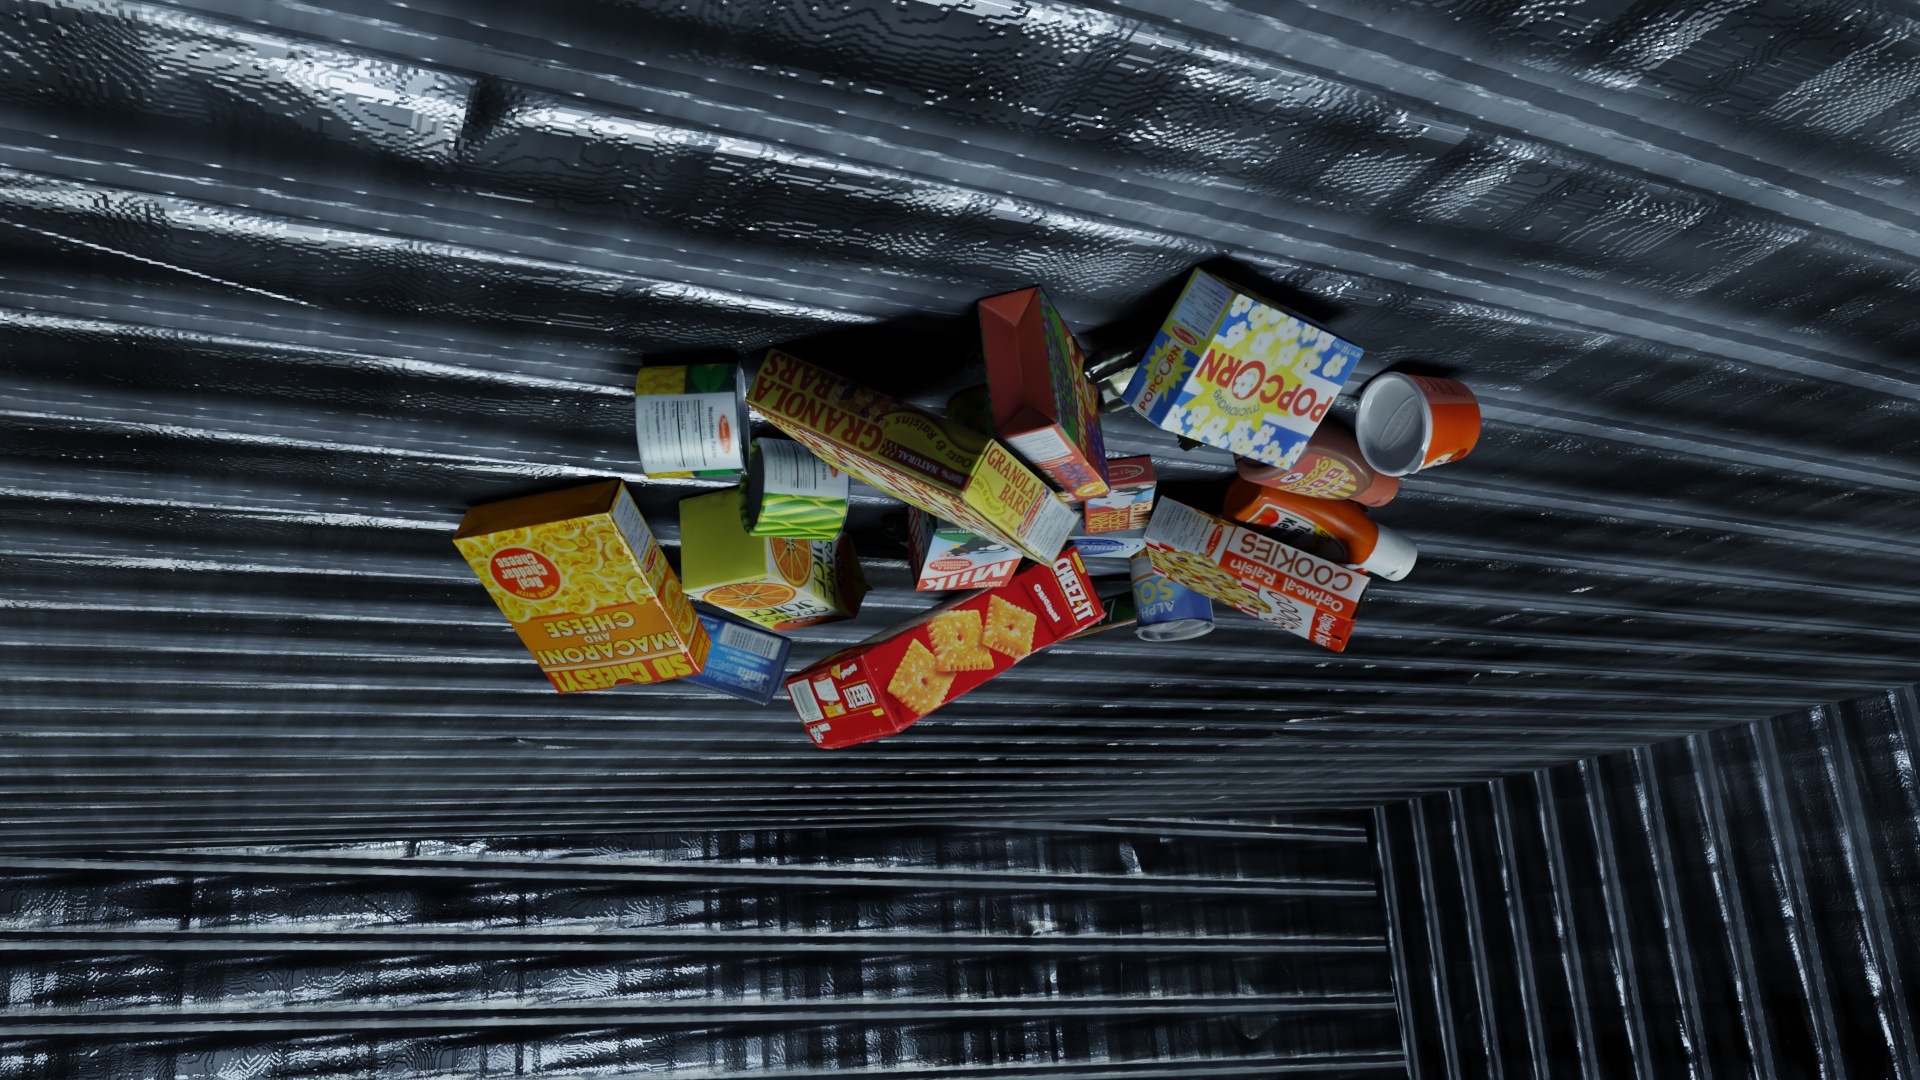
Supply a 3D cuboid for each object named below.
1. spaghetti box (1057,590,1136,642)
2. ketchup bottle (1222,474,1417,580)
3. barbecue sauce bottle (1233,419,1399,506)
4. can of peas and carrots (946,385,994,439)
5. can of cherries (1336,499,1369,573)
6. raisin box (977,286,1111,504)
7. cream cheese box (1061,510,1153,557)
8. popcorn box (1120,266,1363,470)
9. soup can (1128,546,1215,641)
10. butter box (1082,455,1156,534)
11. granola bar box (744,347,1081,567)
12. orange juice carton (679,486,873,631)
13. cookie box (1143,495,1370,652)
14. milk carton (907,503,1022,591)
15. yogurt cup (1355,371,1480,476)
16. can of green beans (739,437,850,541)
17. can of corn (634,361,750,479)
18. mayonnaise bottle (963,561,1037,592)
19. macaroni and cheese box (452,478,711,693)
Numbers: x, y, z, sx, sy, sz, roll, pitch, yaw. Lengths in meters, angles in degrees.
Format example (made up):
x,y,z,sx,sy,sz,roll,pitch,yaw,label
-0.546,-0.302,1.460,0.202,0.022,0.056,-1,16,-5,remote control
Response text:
x,y,z,sx,sy,sz,roll,pitch,yaw,label
0.108,0.075,1.287,0.251,0.029,0.050,-13,172,-15,spaghetti box
0.279,-0.011,1.067,0.149,0.044,0.064,21,154,-15,ketchup bottle
0.263,-0.055,1.000,0.148,0.044,0.064,12,151,-43,barbecue sauce bottle
0.027,-0.062,0.889,0.071,0.059,0.070,-5,161,-2,can of peas and carrots
0.299,-0.003,1.136,0.058,0.071,0.071,-6,162,1,can of cherries
0.050,-0.079,0.800,0.040,0.086,0.123,-13,160,16,raisin box
0.102,-0.005,1.138,0.104,0.024,0.053,1,162,-18,cream cheese box
0.163,-0.095,0.790,0.127,0.038,0.085,12,115,-42,popcorn box
0.178,0.038,1.195,0.071,0.084,0.071,-5,161,-1,soup can
0.119,-0.033,1.058,0.053,0.024,0.103,-7,162,3,butter box
-0.028,-0.047,0.802,0.166,0.039,0.124,25,174,32,granola bar box
-0.137,0.021,1.076,0.072,0.073,0.192,-11,161,18,orange juice carton
0.230,0.029,1.088,0.167,0.040,0.122,23,171,16,cookie box
0.004,-0.013,1.009,0.072,0.073,0.190,-3,162,-8,milk carton
0.302,-0.078,0.912,0.054,0.072,0.072,-6,163,-25,yogurt cup
-0.111,-0.034,0.925,0.058,0.071,0.071,4,160,-24,can of green beans
-0.154,-0.070,0.808,0.058,0.071,0.071,-3,162,-3,can of corn
0.037,0.056,1.279,0.065,0.041,0.147,1,162,-40,mayonnaise bottle
-0.273,0.039,1.018,0.123,0.040,0.165,-9,129,14,macaroni and cheese box
